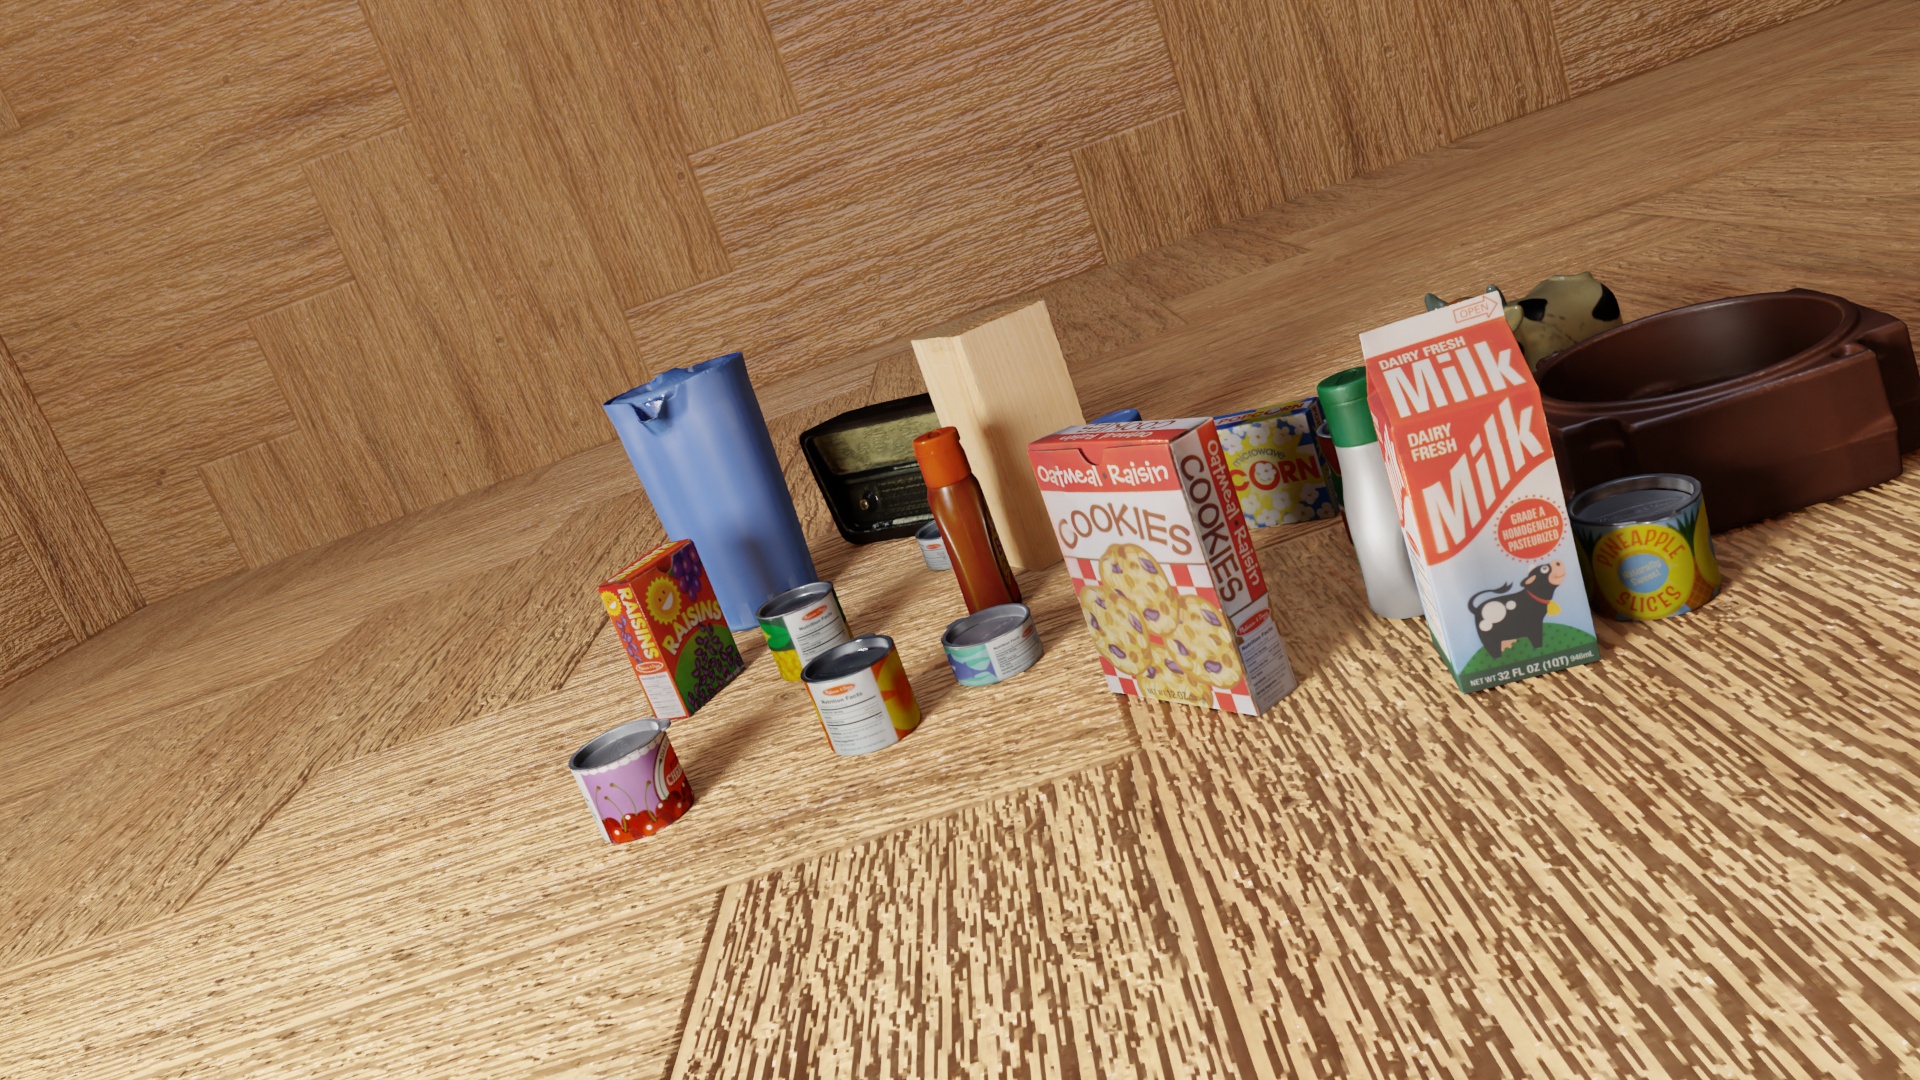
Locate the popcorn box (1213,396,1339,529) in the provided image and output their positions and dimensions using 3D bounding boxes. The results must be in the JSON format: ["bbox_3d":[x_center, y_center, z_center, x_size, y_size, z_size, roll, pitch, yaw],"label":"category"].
[{"bbox_3d":[0.220,-0.054,1.058,0.126,0.085,0.038,-9,18,35],"label":"popcorn box"}]

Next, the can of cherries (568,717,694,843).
[{"bbox_3d":[-0.216,0.159,0.925,0.071,0.058,0.072,-19,15,5],"label":"can of cherries"}]

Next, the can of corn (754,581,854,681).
[{"bbox_3d":[-0.123,0.072,1.108,0.071,0.058,0.071,-19,15,5],"label":"can of corn"}]

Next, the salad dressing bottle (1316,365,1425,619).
[{"bbox_3d":[0.247,-0.028,0.816,0.044,0.147,0.064,-9,19,37],"label":"salad dressing bottle"}]

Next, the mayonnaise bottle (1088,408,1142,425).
[{"bbox_3d":[0.123,-0.012,0.918,0.065,0.147,0.041,-26,16,-19],"label":"mayonnaise bottle"}]

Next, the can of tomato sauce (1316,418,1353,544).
[{"bbox_3d":[0.285,-0.045,0.950,0.071,0.083,0.071,-19,15,5],"label":"can of tomato sauce"}]

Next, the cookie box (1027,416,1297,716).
[{"bbox_3d":[0.114,0.014,0.802,0.040,0.167,0.123,-29,17,-31],"label":"cookie box"}]

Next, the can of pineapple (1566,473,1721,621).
[{"bbox_3d":[0.360,0.004,0.733,0.071,0.057,0.071,-19,15,5],"label":"can of pineapple"}]

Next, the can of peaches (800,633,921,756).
[{"bbox_3d":[-0.065,0.102,0.929,0.071,0.058,0.071,-19,15,5],"label":"can of peaches"}]

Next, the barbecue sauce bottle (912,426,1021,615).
[{"bbox_3d":[0.004,-0.013,1.071,0.044,0.148,0.065,-20,15,2],"label":"barbecue sauce bottle"}]

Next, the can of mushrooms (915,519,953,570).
[{"bbox_3d":[-0.003,-0.002,1.257,0.071,0.033,0.071,-19,15,5],"label":"can of mushrooms"}]

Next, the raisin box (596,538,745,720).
[{"bbox_3d":[-0.232,0.072,1.123,0.040,0.123,0.086,-11,17,32],"label":"raisin box"}]

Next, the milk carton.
[{"bbox_3d":[0.262,-0.027,0.710,0.072,0.190,0.074,-17,15,11],"label":"milk carton"}]

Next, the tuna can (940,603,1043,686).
[{"bbox_3d":[0.021,0.073,0.971,0.071,0.032,0.071,-19,15,5],"label":"tuna can"}]
